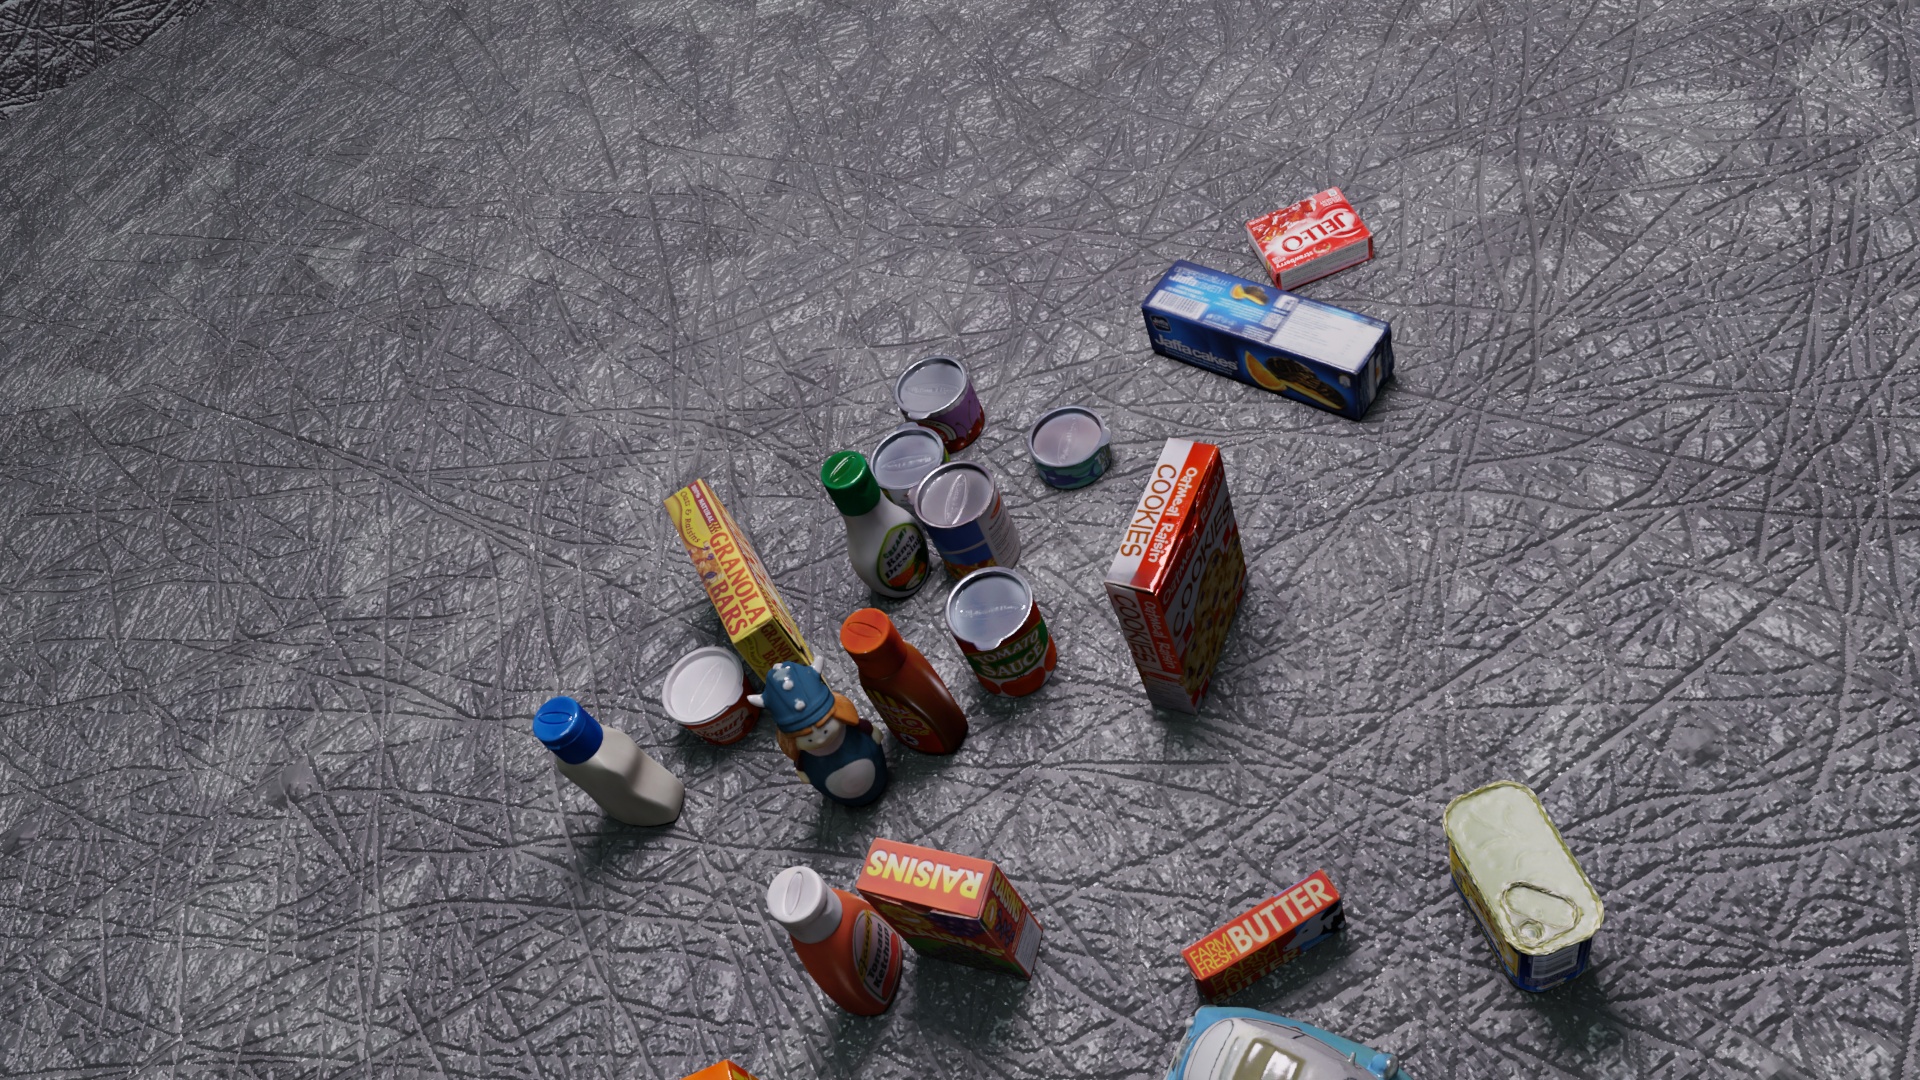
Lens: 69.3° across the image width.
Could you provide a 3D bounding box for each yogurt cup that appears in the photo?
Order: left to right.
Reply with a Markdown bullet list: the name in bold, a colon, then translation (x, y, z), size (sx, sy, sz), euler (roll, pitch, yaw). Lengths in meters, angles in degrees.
- **yogurt cup**: translation (-0.193, 0.125, 1.094), size (0.072, 0.053, 0.073), euler (-10, 53, 13)

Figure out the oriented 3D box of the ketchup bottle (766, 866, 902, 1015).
- **ketchup bottle**: translation (-0.081, 0.255, 0.897), size (0.043, 0.148, 0.065), euler (-3, 55, 18)

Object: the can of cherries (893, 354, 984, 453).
- **can of cherries**: translation (-0.019, -0.115, 1.204), size (0.071, 0.058, 0.072), euler (-10, 53, 13)

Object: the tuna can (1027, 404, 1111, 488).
- **tuna can**: translation (0.093, -0.078, 1.153), size (0.071, 0.032, 0.071), euler (-10, 53, 13)

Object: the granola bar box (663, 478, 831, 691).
- **granola bar box**: translation (-0.168, 0.045, 1.098), size (0.039, 0.123, 0.166), euler (-32, 51, -4)

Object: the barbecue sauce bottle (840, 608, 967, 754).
- **barbecue sauce bottle**: translation (-0.044, 0.101, 0.997), size (0.065, 0.148, 0.044), euler (15, 62, 28)

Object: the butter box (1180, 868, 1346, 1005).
- **butter box**: translation (0.190, 0.248, 0.866), size (0.103, 0.053, 0.024), euler (-30, 51, -3)

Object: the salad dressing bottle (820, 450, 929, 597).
- **salad dressing bottle**: translation (-0.068, -0.012, 1.089), size (0.044, 0.147, 0.064), euler (28, 69, 34)

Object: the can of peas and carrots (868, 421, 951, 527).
- **can of peas and carrots**: translation (-0.037, -0.055, 1.166), size (0.071, 0.058, 0.071), euler (-10, 53, 13)

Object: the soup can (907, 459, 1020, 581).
- **soup can**: translation (0.004, -0.014, 1.105), size (0.071, 0.083, 0.072), euler (-10, 53, 13)

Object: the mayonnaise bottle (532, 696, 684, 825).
- **mayonnaise bottle**: translation (-0.263, 0.165, 1.029), size (0.065, 0.147, 0.041), euler (-2, 55, 19)

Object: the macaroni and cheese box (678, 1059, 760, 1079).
- **macaroni and cheese box**: translation (-0.105, 0.385, 0.799), size (0.040, 0.165, 0.124), euler (-25, 51, 1)

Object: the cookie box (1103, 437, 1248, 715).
- **cookie box**: translation (0.156, 0.027, 0.967), size (0.040, 0.166, 0.123), euler (12, 61, 27)

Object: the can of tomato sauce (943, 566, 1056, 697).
- **can of tomato sauce**: translation (0.032, 0.071, 1.034), size (0.071, 0.082, 0.071), euler (-10, 53, 13)

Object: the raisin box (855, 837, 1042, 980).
- **raisin box**: translation (-0.005, 0.240, 0.898), size (0.086, 0.123, 0.040), euler (7, 58, 24)
